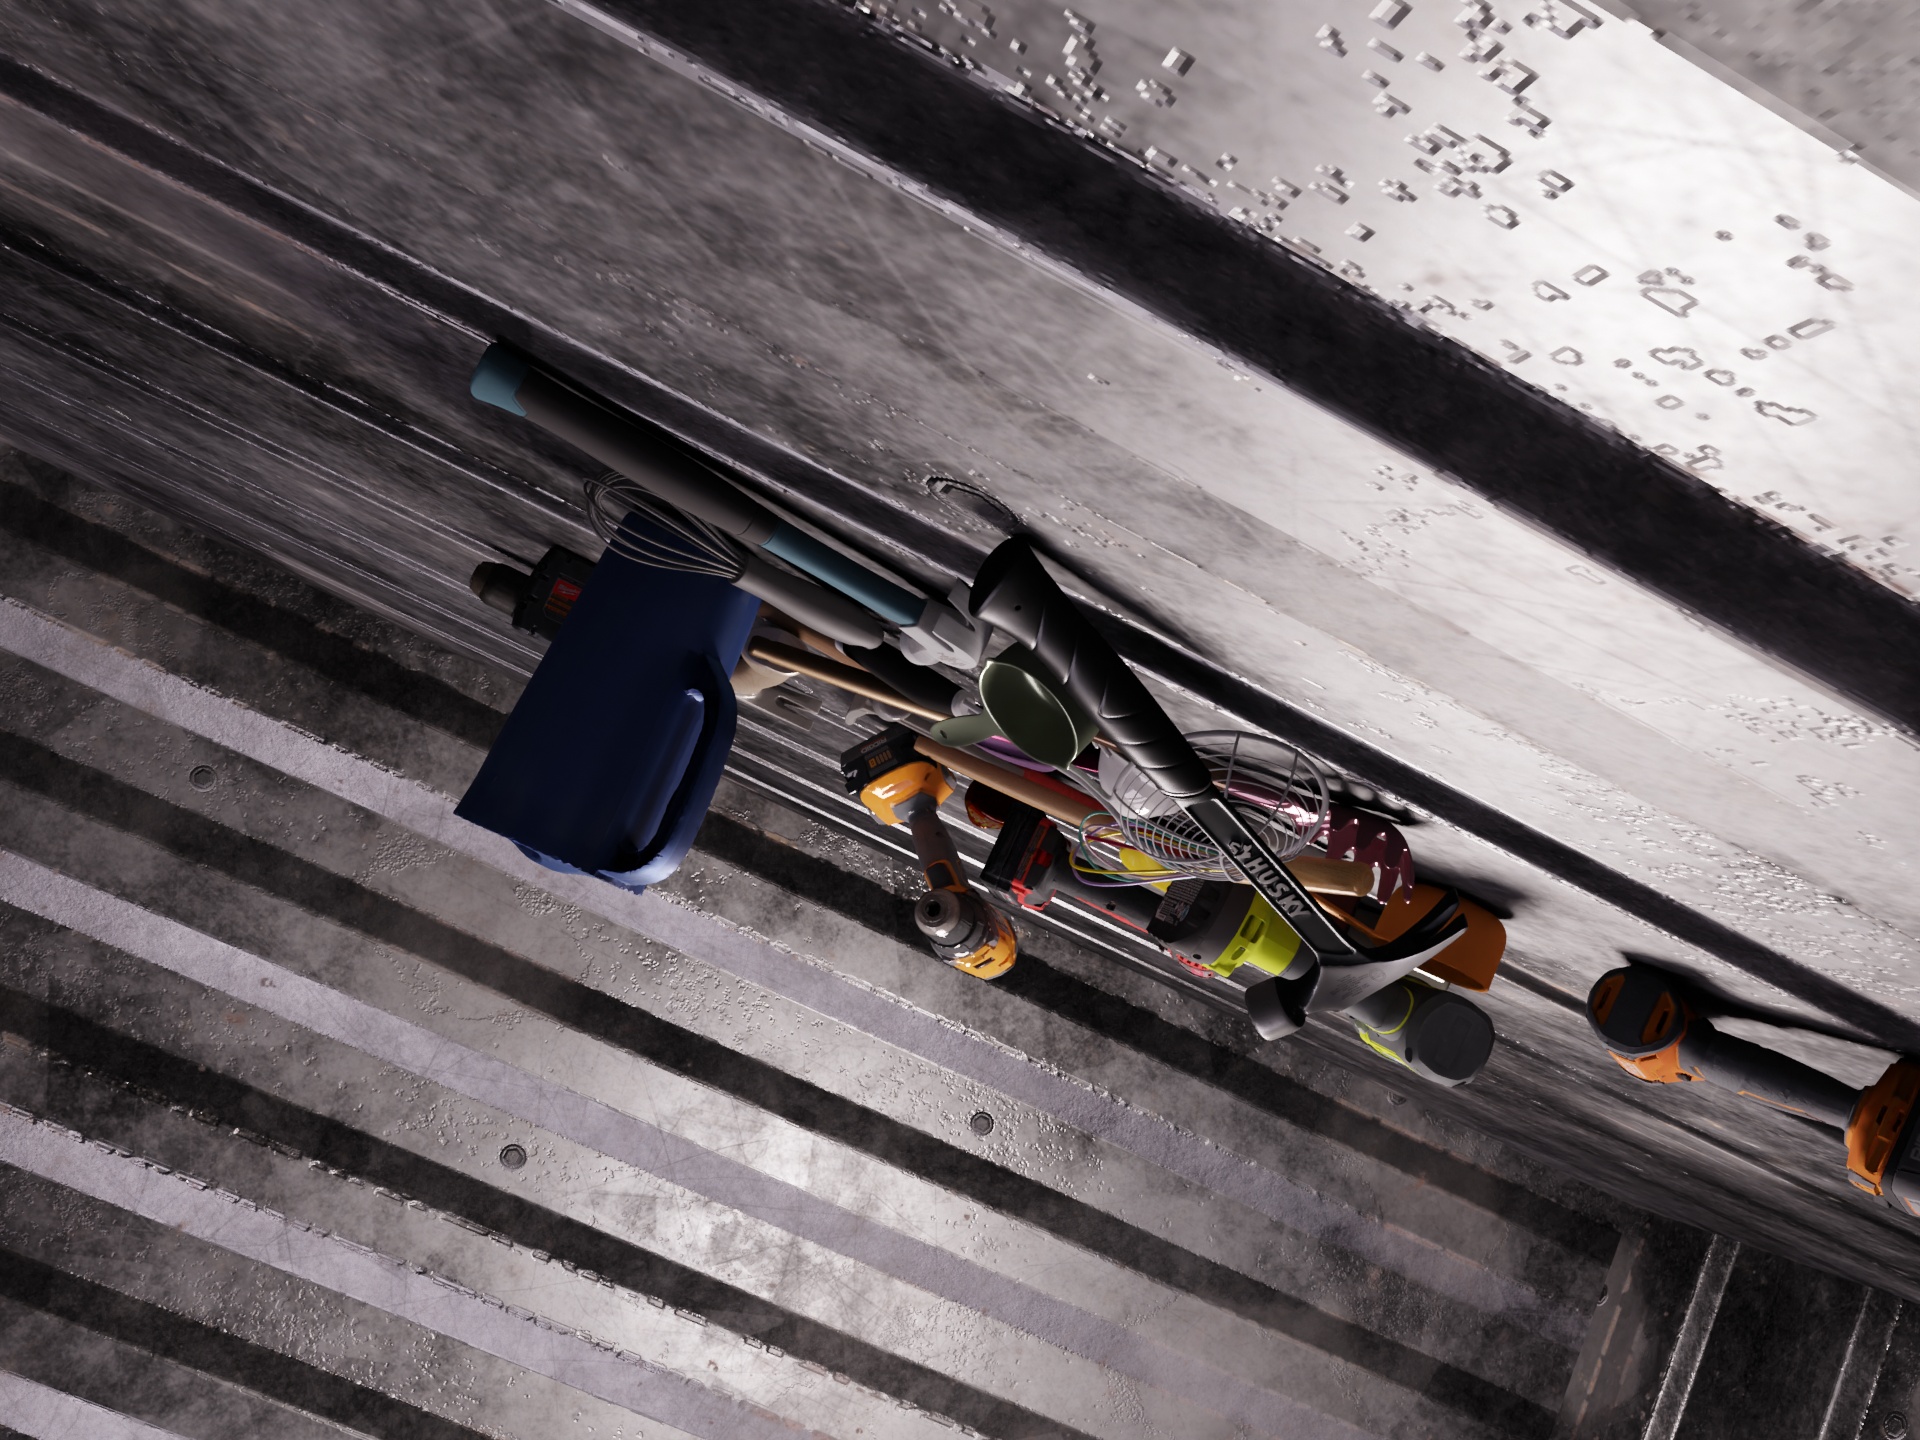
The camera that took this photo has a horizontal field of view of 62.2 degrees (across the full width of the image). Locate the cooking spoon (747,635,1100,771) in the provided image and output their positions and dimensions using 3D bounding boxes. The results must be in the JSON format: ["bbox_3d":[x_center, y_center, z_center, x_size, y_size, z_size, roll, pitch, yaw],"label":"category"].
[{"bbox_3d":[-0.002,-0.004,1.144,0.318,0.017,0.069,19,-179,-18],"label":"cooking spoon"}]

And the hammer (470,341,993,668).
[{"bbox_3d":[-0.121,-0.114,0.900,0.330,0.033,0.128,29,170,-23],"label":"hammer"}]

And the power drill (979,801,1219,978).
[{"bbox_3d":[0.135,0.154,1.355,0.220,0.078,0.143,23,170,14],"label":"power drill"}]

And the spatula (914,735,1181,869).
[{"bbox_3d":[0.113,0.072,1.272,0.317,0.044,0.082,24,170,-2],"label":"spatula"}]

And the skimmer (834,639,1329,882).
[{"bbox_3d":[0.064,-0.002,1.035,0.364,0.090,0.127,31,151,36],"label":"skimmer"}]

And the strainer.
[{"bbox_3d":[0.184,0.071,1.139,0.258,0.050,0.087,24,-173,-18],"label":"strainer"}]

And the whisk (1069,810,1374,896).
[{"bbox_3d":[0.166,0.091,1.050,0.047,0.051,0.245,1,-179,-42],"label":"whisk"}]

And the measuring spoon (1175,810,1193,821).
[{"bbox_3d":[0.173,0.065,1.222,0.034,0.018,0.124,24,178,17],"label":"measuring spoon"}]

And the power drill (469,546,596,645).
[{"bbox_3d":[-0.364,-0.101,1.463,0.187,0.080,0.227,27,173,-12],"label":"power drill"}]

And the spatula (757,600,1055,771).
[{"bbox_3d":[-0.050,-0.031,1.213,0.315,0.018,0.060,29,151,-23],"label":"spatula"}]

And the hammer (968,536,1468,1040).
[{"bbox_3d":[0.137,0.043,0.873,0.149,0.036,0.408,-29,127,22],"label":"hammer"}]

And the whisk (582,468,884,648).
[{"bbox_3d":[-0.138,-0.097,1.013,0.238,0.055,0.055,26,171,-37],"label":"whisk"}]

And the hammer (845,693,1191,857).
[{"bbox_3d":[0.071,0.060,1.361,0.359,0.037,0.149,27,170,-12],"label":"hammer"}]

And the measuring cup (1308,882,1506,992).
[{"bbox_3d":[0.307,0.131,1.129,0.173,0.052,0.095,30,171,-5],"label":"measuring cup"}]

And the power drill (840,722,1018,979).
[{"bbox_3d":[-0.030,0.116,1.420,0.226,0.084,0.185,65,-173,23],"label":"power drill"}]

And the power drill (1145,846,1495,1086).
[{"bbox_3d":[0.257,0.180,1.164,0.228,0.080,0.190,30,177,-3],"label":"power drill"}]

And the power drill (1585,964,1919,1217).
[{"bbox_3d":[0.549,0.246,1.071,0.227,0.084,0.164,23,172,38],"label":"power drill"}]

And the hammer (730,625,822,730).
[{"bbox_3d":[-0.162,-0.038,1.352,0.146,0.038,0.410,25,173,-11],"label":"hammer"}]

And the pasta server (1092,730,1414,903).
[{"bbox_3d":[0.149,0.036,1.038,0.316,0.040,0.060,22,156,21],"label":"pasta server"}]

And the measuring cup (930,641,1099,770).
[{"bbox_3d":[0.030,-0.008,0.980,0.083,0.038,0.167,54,154,-11],"label":"measuring cup"}]
